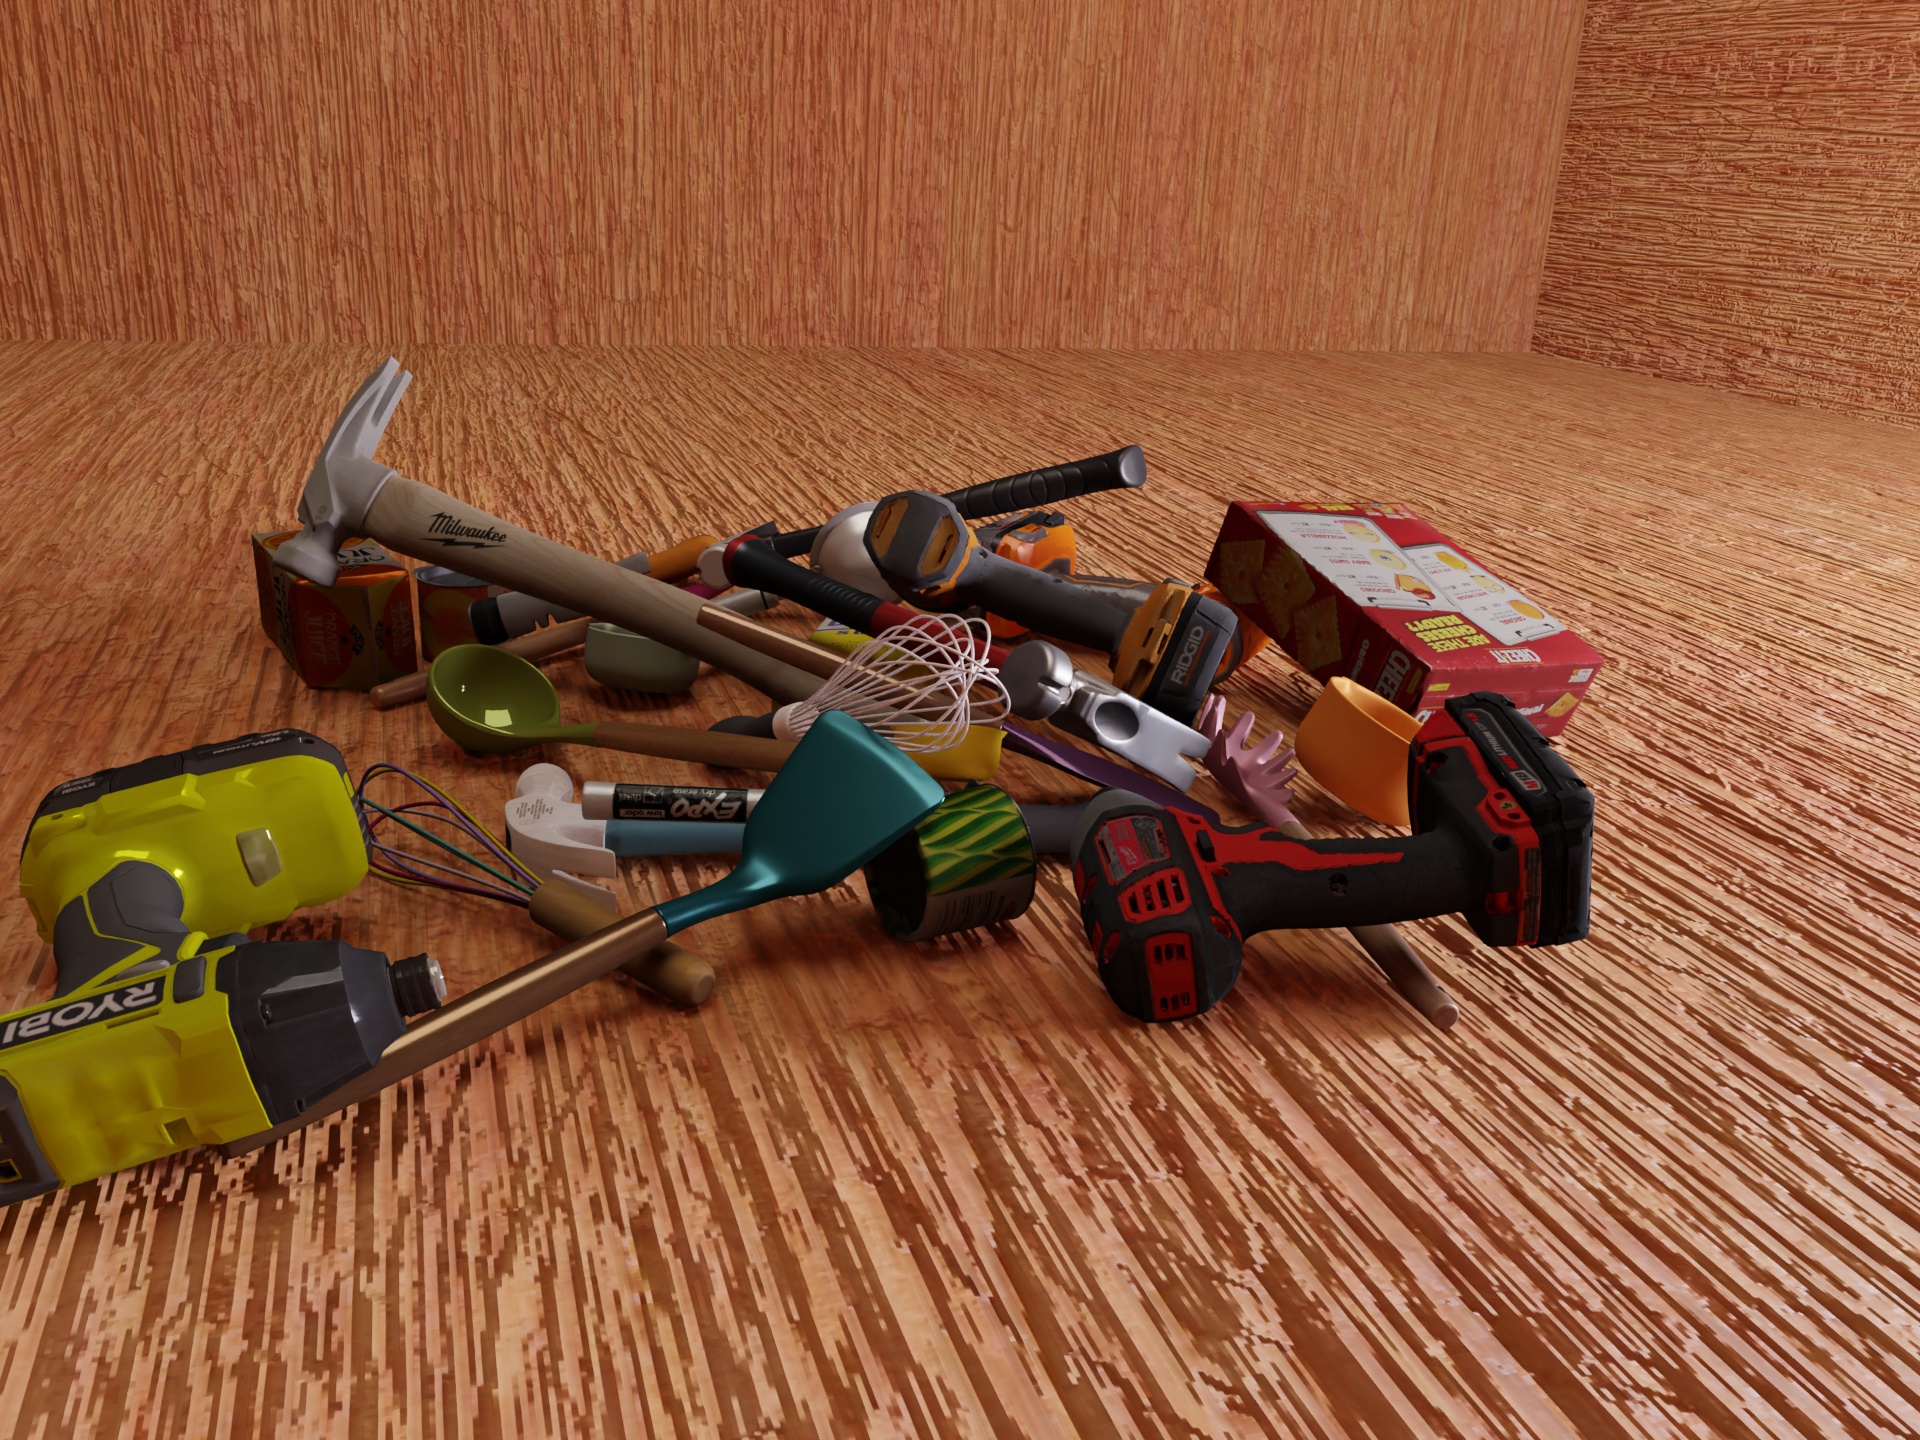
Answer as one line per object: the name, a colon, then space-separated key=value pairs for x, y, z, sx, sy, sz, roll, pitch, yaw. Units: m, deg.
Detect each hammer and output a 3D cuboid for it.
hammer: x=-0.023 y=-0.048 z=0.945 sx=0.143 sy=0.038 sz=0.387 roll=26 pitch=0 yaw=-40
hammer: x=-0.234 y=-0.109 z=1.180 sx=0.127 sy=0.034 sz=0.337 roll=-14 pitch=9 yaw=11
hammer: x=-0.025 y=-0.157 z=1.204 sx=0.335 sy=0.035 sz=0.146 roll=-12 pitch=11 yaw=8
hammer: x=-0.203 y=-0.083 z=0.955 sx=0.410 sy=0.146 sz=0.038 roll=22 pitch=-7 yaw=7
hammer: x=-0.065 y=0.056 z=0.817 sx=0.331 sy=0.033 sz=0.128 roll=0 pitch=19 yaw=-9

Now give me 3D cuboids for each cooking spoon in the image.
cooking spoon: x=-0.275 y=-0.060 z=1.116 sx=0.069 sy=0.017 sz=0.319 roll=-8 pitch=12 yaw=38

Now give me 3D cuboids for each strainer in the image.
strainer: x=-0.127 y=-0.089 z=1.125 sx=0.258 sy=0.086 sz=0.050 roll=-19 pitch=30 yaw=-3

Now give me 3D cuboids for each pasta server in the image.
pasta server: x=0.185 y=0.064 z=0.824 sx=0.060 sy=0.040 sz=0.316 roll=27 pitch=14 yaw=-19

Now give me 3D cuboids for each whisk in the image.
whisk: x=-0.206 y=0.079 z=0.734 sx=0.245 sy=0.051 sz=0.047 roll=21 pitch=61 yaw=31
whisk: x=-0.068 y=-0.002 z=0.825 sx=0.070 sy=0.070 sz=0.284 roll=-12 pitch=-2 yaw=-35

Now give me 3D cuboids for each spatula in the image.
spatula: x=-0.001 y=-0.003 z=0.898 sx=0.316 sy=0.018 sz=0.060 roll=22 pitch=11 yaw=2
spatula: x=-0.146 y=0.085 z=0.648 sx=0.317 sy=0.044 sz=0.082 roll=-27 pitch=49 yaw=-37

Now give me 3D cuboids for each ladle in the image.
ladle: x=-0.176 y=-0.002 z=0.859 sx=0.320 sy=0.062 sz=0.078 roll=6 pitch=12 yaw=37

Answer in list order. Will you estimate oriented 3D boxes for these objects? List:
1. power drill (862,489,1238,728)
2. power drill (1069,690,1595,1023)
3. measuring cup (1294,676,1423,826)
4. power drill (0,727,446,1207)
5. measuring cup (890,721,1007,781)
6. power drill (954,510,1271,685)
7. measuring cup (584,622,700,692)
power drill: x=0.055 y=-0.068 z=1.014 sx=0.226 sy=0.084 sz=0.185 roll=24 pitch=-2 yaw=8
power drill: x=0.160 y=0.059 z=0.727 sx=0.219 sy=0.078 sz=0.143 roll=-11 pitch=29 yaw=-1
measuring cup: x=0.262 y=0.031 z=0.923 sx=0.173 sy=0.052 sz=0.095 roll=20 pitch=21 yaw=-40
power drill: x=-0.292 y=0.085 z=0.614 sx=0.171 sy=0.080 sz=0.223 roll=-16 pitch=26 yaw=-15
measuring cup: x=-0.011 y=0.024 z=0.879 sx=0.062 sy=0.029 sz=0.156 roll=4 pitch=-8 yaw=-3
power drill: x=0.127 y=-0.095 z=1.200 sx=0.226 sy=0.084 sz=0.164 roll=17 pitch=23 yaw=23
measuring cup: x=-0.183 y=-0.039 z=1.078 sx=0.083 sy=0.038 sz=0.167 roll=13 pitch=6 yaw=33
